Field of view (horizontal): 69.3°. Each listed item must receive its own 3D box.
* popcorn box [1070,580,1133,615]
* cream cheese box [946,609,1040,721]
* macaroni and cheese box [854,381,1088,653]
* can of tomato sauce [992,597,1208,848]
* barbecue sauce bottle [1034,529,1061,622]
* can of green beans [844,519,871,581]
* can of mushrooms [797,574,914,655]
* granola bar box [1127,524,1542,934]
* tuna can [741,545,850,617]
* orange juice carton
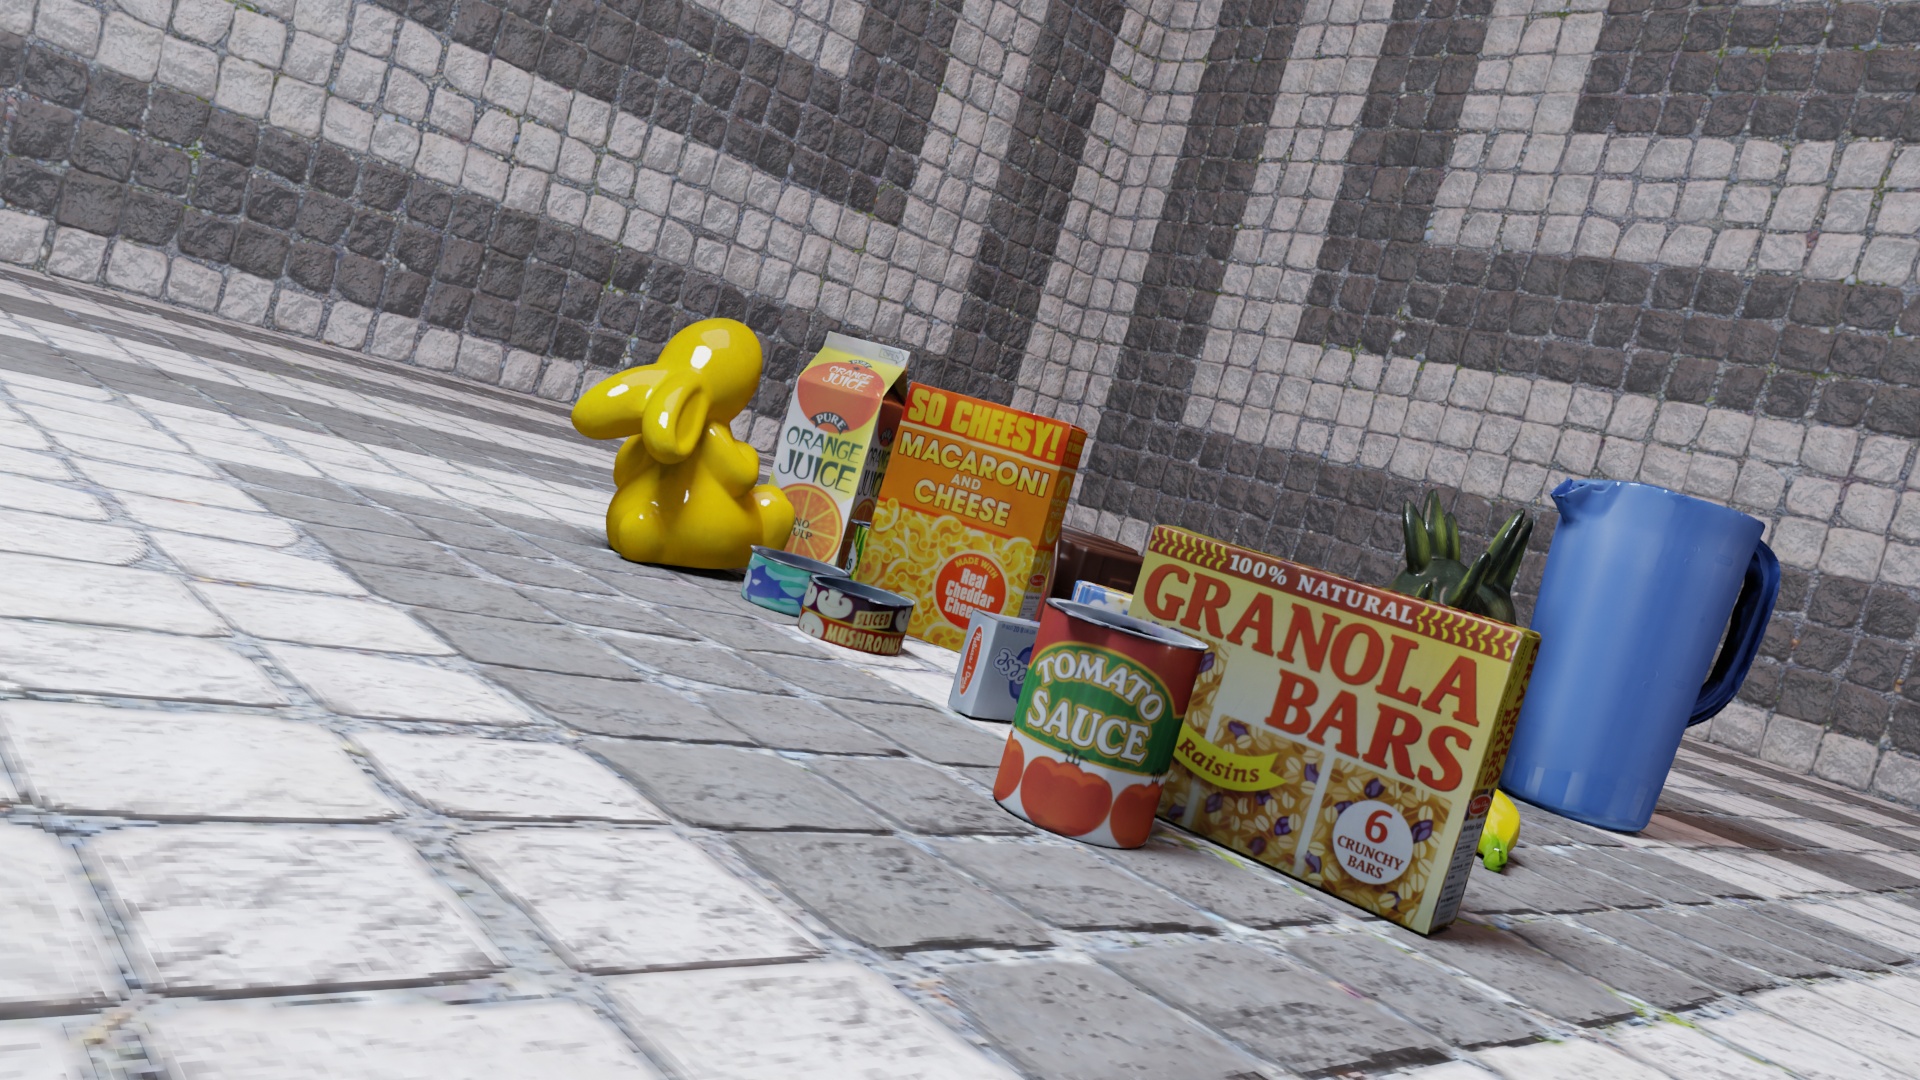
[{"bbox_3d":[0.107,0.077,0.685,0.127,0.085,0.038,16,3,-7],"label":"popcorn box"},{"bbox_3d":[0.042,0.071,0.743,0.104,0.053,0.024,13,4,-41],"label":"cream cheese box"},{"bbox_3d":[0.003,-0.012,0.944,0.124,0.166,0.040,17,3,22],"label":"macaroni and cheese box"},{"bbox_3d":[0.054,0.072,0.552,0.071,0.083,0.071,16,3,-1],"label":"can of tomato sauce"},{"bbox_3d":[0.054,0.000,1.134,0.065,0.148,0.044,16,3,-3],"label":"barbecue sauce bottle"},{"bbox_3d":[-0.053,0.022,1.047,0.071,0.057,0.071,16,3,-1],"label":"can of green beans"},{"bbox_3d":[-0.063,0.045,0.840,0.071,0.033,0.071,16,3,-1],"label":"can of mushrooms"},{"bbox_3d":[0.143,0.073,0.589,0.165,0.124,0.039,19,4,37],"label":"granola bar box"},{"bbox_3d":[-0.110,0.028,0.904,0.071,0.033,0.071,16,3,-1],"label":"tuna can"},{"bbox_3d":[-0.098,-0.064,1.092,0.072,0.192,0.073,17,3,14],"label":"orange juice carton"}]
